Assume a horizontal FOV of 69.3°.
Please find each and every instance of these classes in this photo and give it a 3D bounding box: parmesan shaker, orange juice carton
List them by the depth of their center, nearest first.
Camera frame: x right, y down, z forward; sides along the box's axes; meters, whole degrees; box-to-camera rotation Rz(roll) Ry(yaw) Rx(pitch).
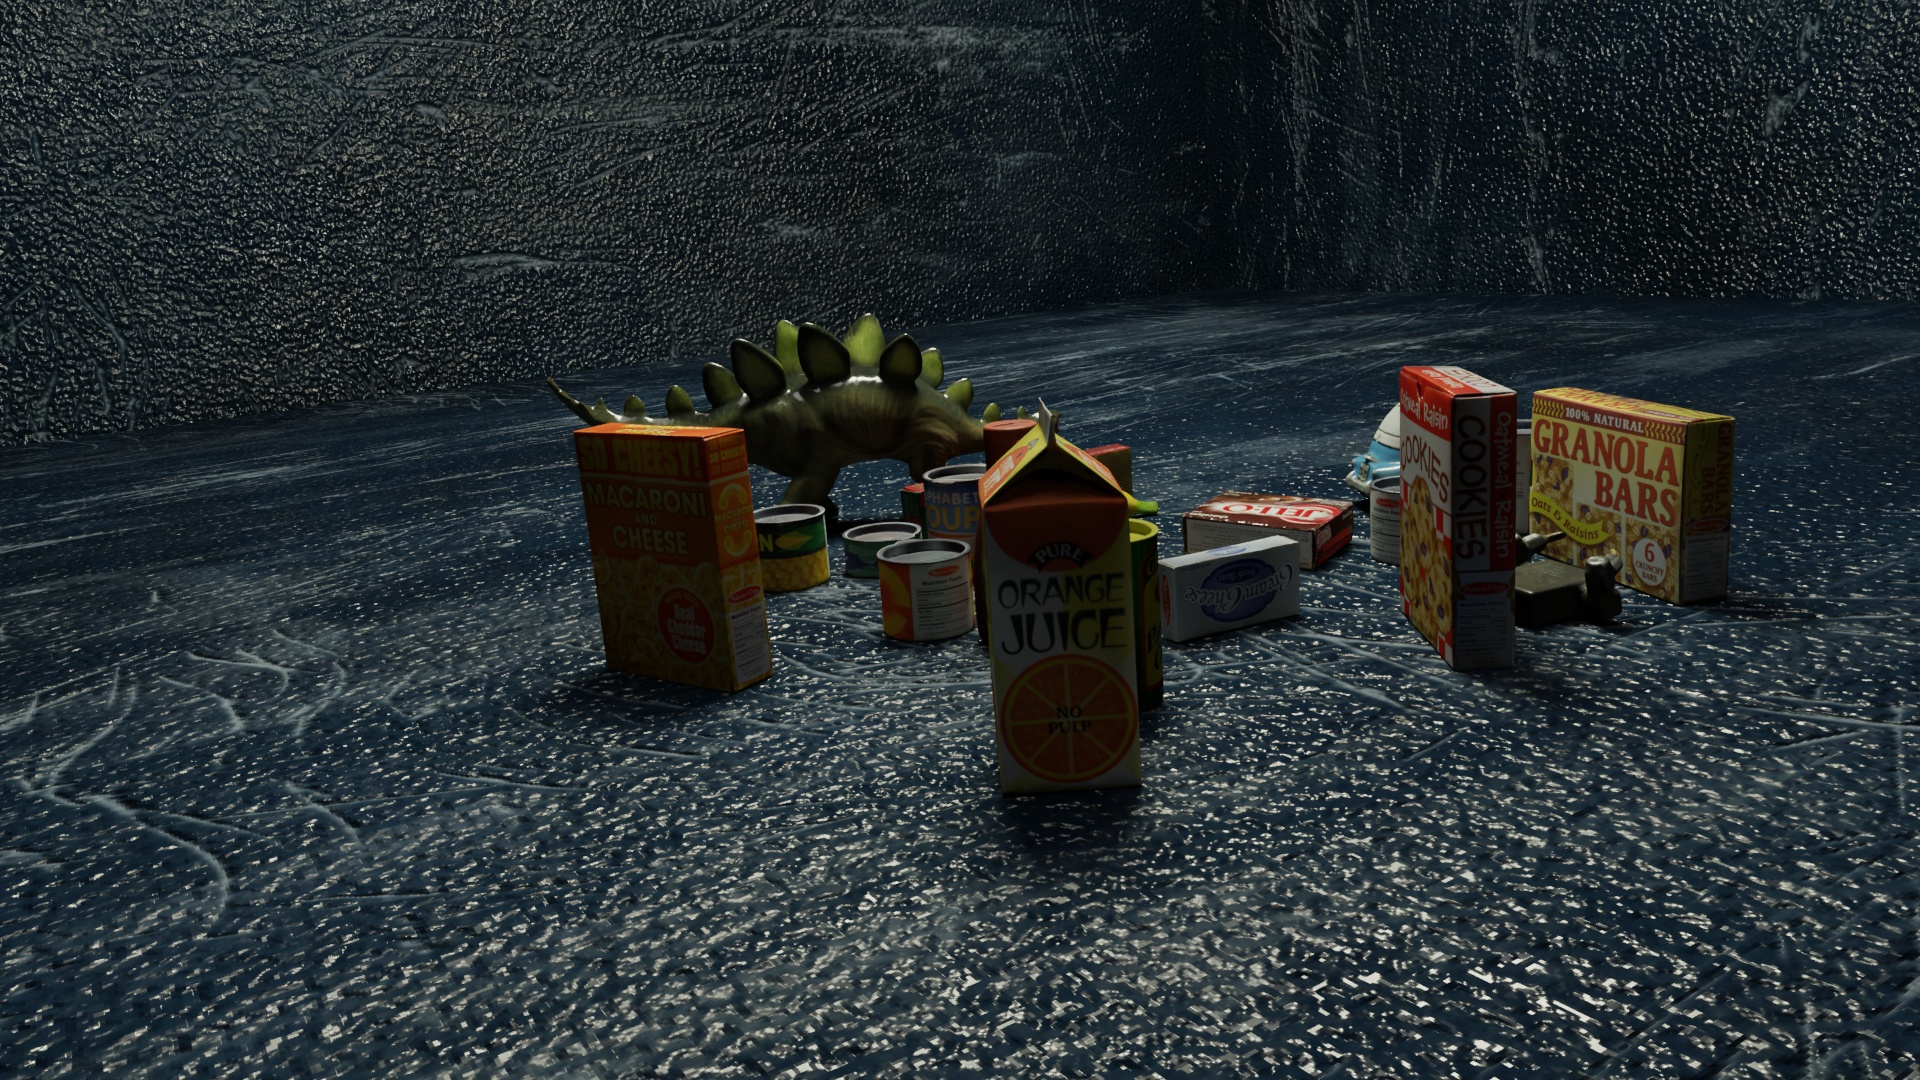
[{"bbox_3d":[0.049,0.026,0.711,0.073,0.192,0.072,-4,13,1],"label":"orange juice carton"},{"bbox_3d":[0.084,0.043,0.816,0.071,0.102,0.071,-4,13,1],"label":"parmesan shaker"}]

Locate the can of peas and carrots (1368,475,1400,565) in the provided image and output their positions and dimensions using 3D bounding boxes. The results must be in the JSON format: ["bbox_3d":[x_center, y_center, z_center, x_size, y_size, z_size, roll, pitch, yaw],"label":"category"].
[{"bbox_3d":[0.351,-0.017,1.070,0.071,0.058,0.071,-4,14,1],"label":"can of peas and carrots"}]

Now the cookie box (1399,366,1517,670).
[{"bbox_3d":[0.306,-0.019,0.865,0.040,0.167,0.123,-4,13,4],"label":"cookie box"}]

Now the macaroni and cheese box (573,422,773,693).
[{"bbox_3d":[-0.189,0.008,0.911,0.123,0.166,0.040,5,16,35],"label":"macaroni and cheese box"}]

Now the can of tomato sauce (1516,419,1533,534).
[{"bbox_3d":[0.459,-0.053,1.132,0.071,0.083,0.071,-4,13,1],"label":"can of tomato sauce"}]

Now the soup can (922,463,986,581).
[{"bbox_3d":[0.004,-0.014,1.114,0.071,0.083,0.071,-4,13,1],"label":"soup can"}]

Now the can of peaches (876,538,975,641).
[{"bbox_3d":[-0.024,0.034,0.982,0.071,0.058,0.071,-4,14,1],"label":"can of peaches"}]

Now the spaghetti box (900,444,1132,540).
[{"bbox_3d":[0.058,-0.045,1.296,0.251,0.050,0.029,-13,16,-32],"label":"spaghetti box"}]

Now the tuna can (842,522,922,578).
[{"bbox_3d":[-0.062,0.008,1.152,0.071,0.032,0.071,-4,14,1],"label":"tuna can"}]

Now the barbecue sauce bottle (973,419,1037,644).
[{"bbox_3d":[0.038,-0.005,0.933,0.065,0.148,0.044,-10,14,-24],"label":"barbecue sauce bottle"}]

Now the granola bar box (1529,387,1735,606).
[{"bbox_3d":[0.465,-0.036,0.975,0.039,0.124,0.166,-7,14,-11],"label":"granola bar box"}]

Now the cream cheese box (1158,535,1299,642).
[{"bbox_3d":[0.181,0.032,0.935,0.104,0.053,0.024,-11,15,-24],"label":"cream cheese box"}]

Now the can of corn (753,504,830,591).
[{"bbox_3d":[-0.143,0.006,1.132,0.071,0.058,0.071,-4,14,1],"label":"can of corn"}]
